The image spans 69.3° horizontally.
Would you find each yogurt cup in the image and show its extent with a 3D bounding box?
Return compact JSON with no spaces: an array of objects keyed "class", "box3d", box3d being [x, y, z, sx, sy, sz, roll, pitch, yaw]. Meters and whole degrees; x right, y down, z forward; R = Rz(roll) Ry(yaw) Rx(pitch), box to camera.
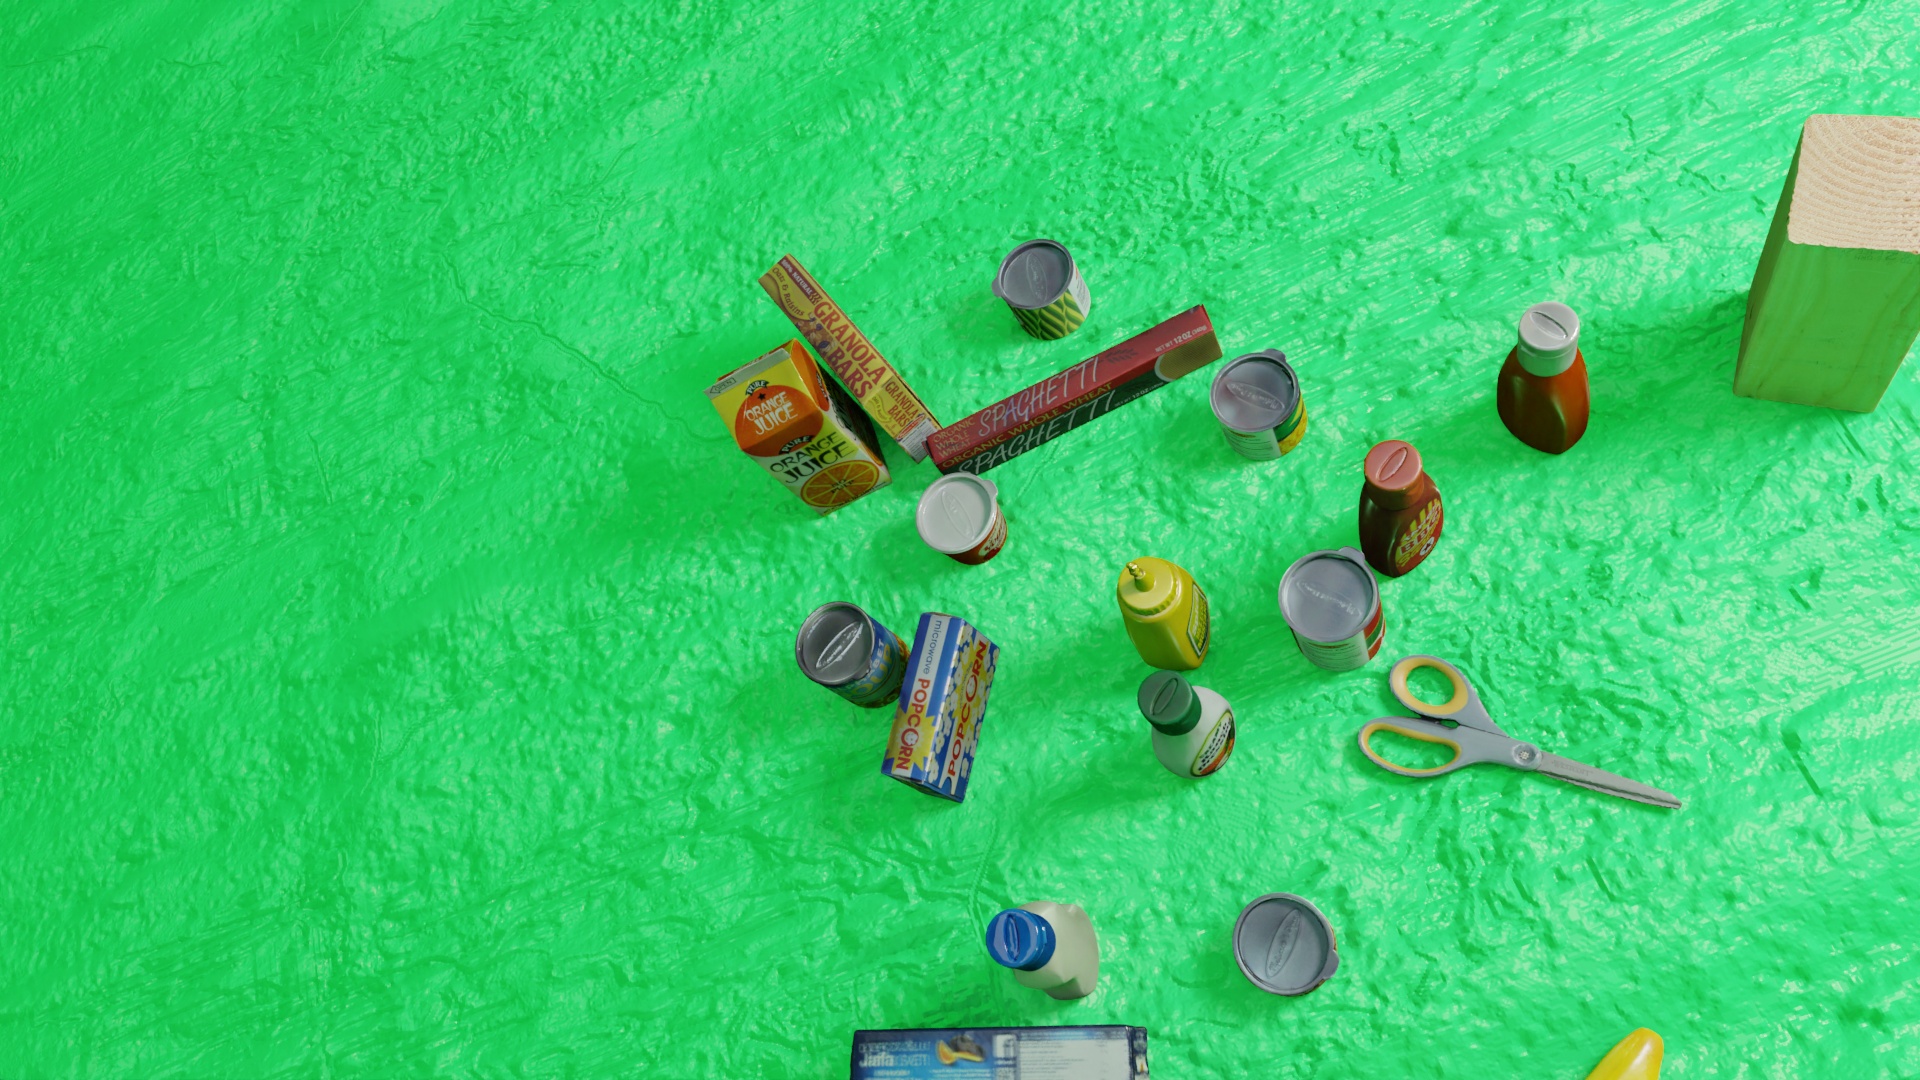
[{"class":"yogurt cup","box3d":[0.004,-0.014,1.112,0.072,0.054,0.072,-7,68,18]}]

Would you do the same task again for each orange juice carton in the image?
[{"class":"orange juice carton","box3d":[-0.130,-0.095,1.115,0.072,0.192,0.073,-26,63,10]}]

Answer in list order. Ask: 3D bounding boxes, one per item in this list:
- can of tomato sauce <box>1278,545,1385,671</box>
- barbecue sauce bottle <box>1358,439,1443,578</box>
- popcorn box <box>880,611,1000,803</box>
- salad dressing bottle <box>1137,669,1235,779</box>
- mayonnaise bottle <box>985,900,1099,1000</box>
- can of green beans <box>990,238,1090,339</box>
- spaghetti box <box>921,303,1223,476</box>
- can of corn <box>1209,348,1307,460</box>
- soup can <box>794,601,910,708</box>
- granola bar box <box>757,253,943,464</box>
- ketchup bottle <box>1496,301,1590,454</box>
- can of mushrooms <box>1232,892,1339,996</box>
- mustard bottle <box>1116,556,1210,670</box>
[{"class":"can of tomato sauce","box3d":[0.263,0.049,0.975,0.071,0.083,0.071,-7,68,18]},{"class":"barbecue sauce bottle","box3d":[0.300,-0.024,0.952,0.044,0.148,0.065,39,87,28]},{"class":"popcorn box","box3d":[-0.013,0.126,1.046,0.038,0.085,0.127,7,73,23]},{"class":"salad dressing bottle","box3d":[0.153,0.124,0.949,0.044,0.147,0.064,31,83,27]},{"class":"mayonnaise bottle","box3d":[0.056,0.271,0.928,0.041,0.148,0.065,-13,66,16]},{"class":"can of green beans","box3d":[0.070,-0.209,1.161,0.071,0.057,0.071,-7,68,18]},{"class":"spaghetti box","box3d":[0.090,-0.115,1.122,0.250,0.050,0.029,-25,64,10]},{"class":"can of corn","box3d":[0.230,-0.103,1.060,0.071,0.058,0.071,-7,68,18]},{"class":"soup can","box3d":[-0.080,0.093,1.085,0.071,0.083,0.071,-7,68,18]},{"class":"granola bar box","box3d":[-0.088,-0.152,1.161,0.039,0.124,0.166,-41,62,2]},{"class":"ketchup bottle","box3d":[0.399,-0.112,0.949,0.043,0.148,0.065,-45,62,0]},{"class":"can of mushrooms","box3d":[0.220,0.272,0.931,0.071,0.033,0.071,-7,68,18]},{"class":"mustard bottle","box3d":[0.141,0.046,0.977,0.049,0.160,0.065,2,71,21]}]
